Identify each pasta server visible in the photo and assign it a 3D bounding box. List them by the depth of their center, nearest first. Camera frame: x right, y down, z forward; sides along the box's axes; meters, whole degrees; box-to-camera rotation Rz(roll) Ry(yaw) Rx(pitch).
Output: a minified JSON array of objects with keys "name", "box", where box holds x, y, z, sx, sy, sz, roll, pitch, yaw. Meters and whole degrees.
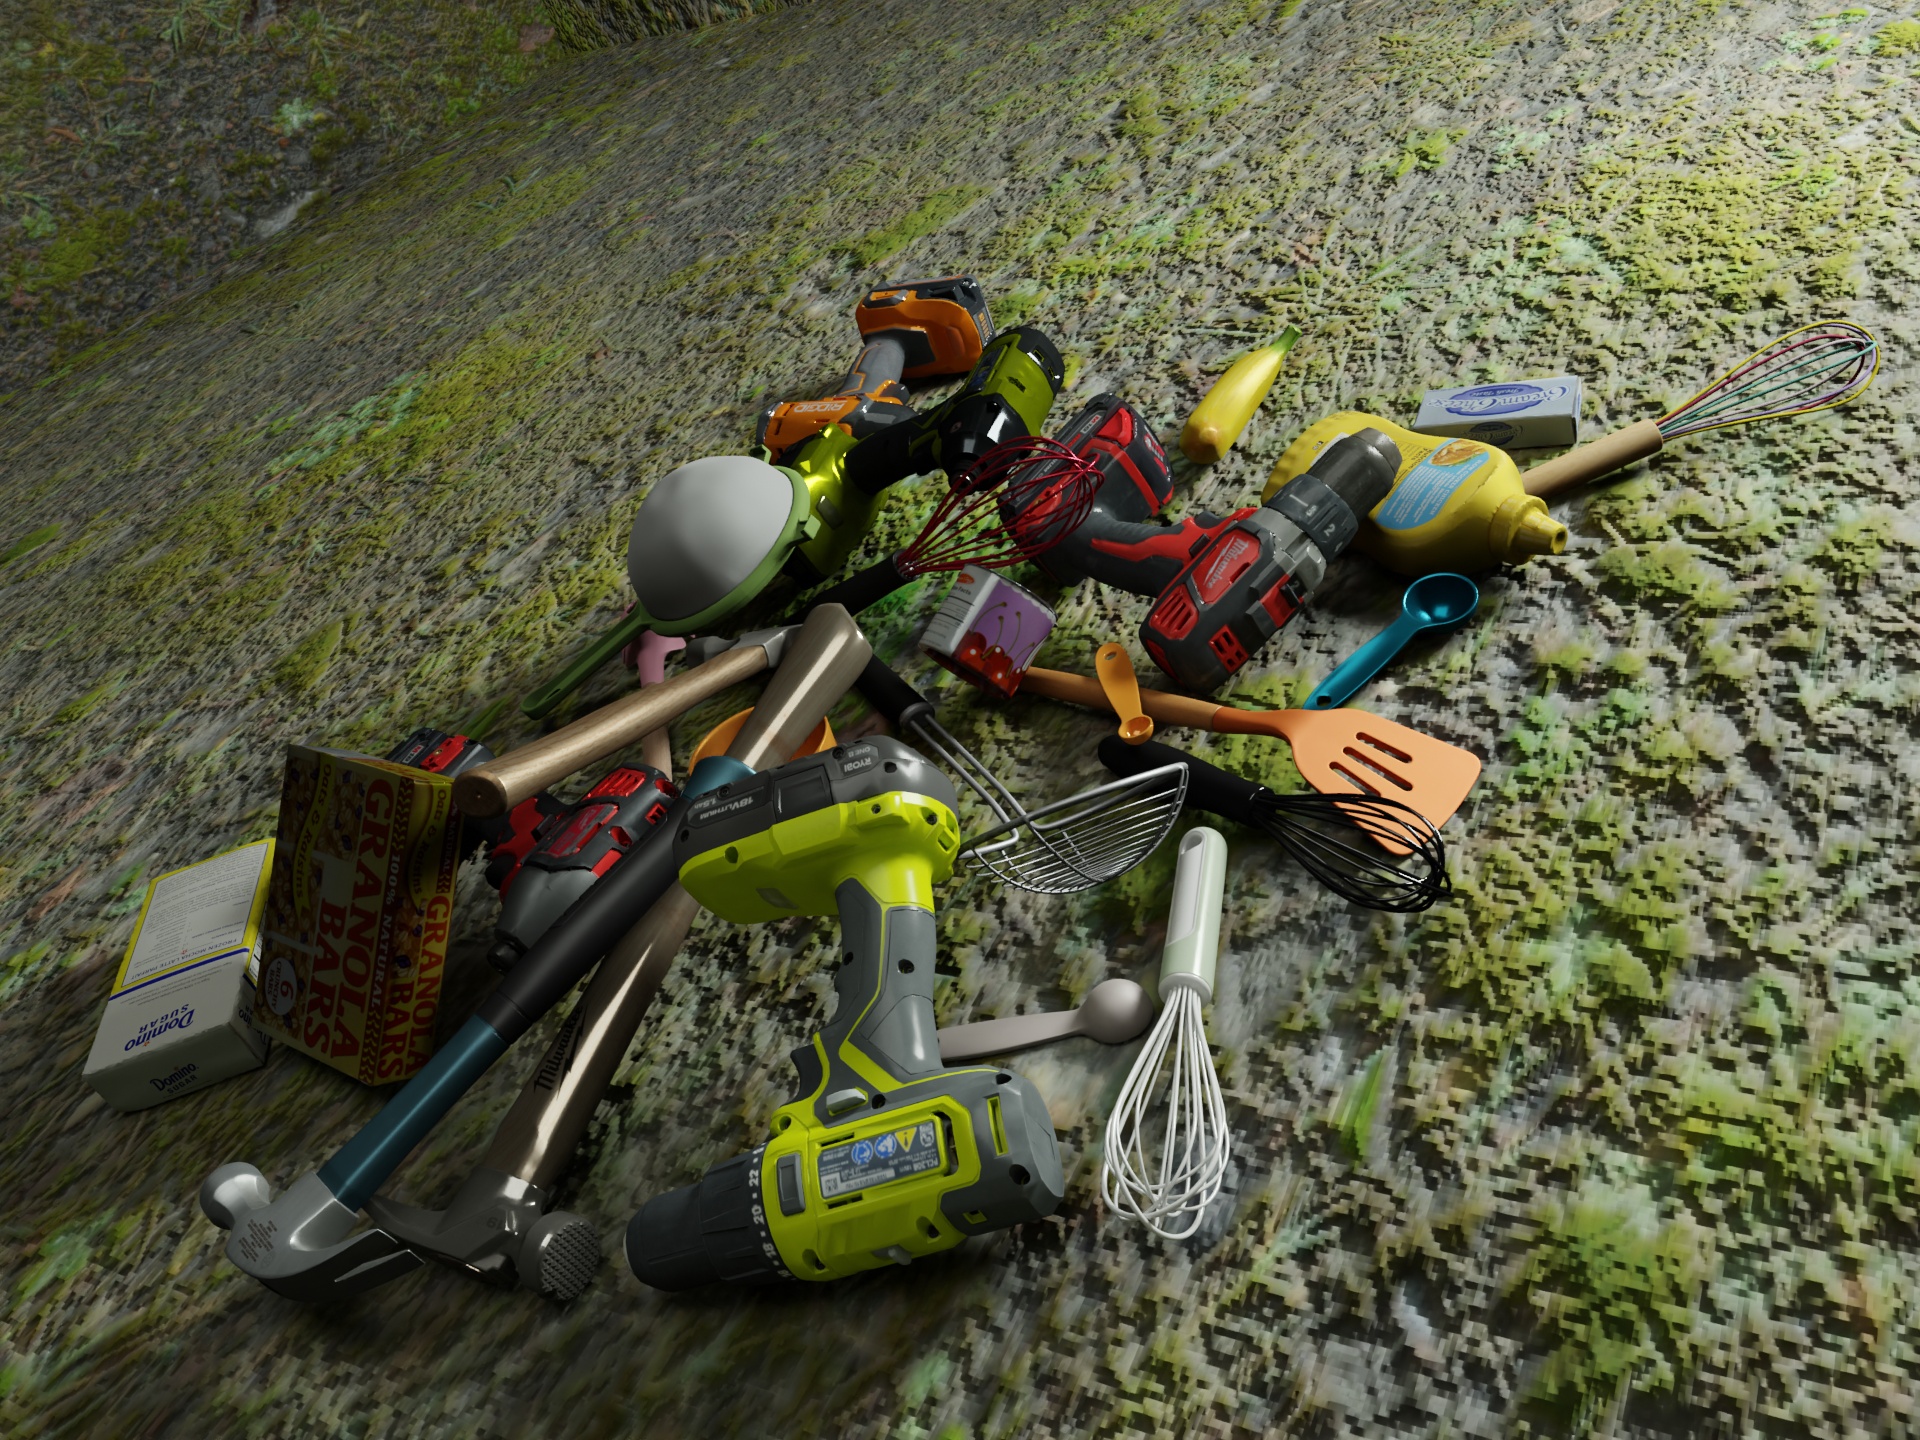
[{"name":"pasta server","box":[-0.203,0.001,1.070,0.060,0.040,0.317,-19,38,1]}]

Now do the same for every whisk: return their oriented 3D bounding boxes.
[{"name":"whisk","box":[0.100,0.129,0.721,0.058,0.059,0.246,-34,21,31]},{"name":"whisk","box":[0.150,0.045,0.810,0.055,0.055,0.239,-37,33,-23]},{"name":"whisk","box":[0.448,-0.181,0.975,0.245,0.047,0.051,-23,22,3]},{"name":"whisk","box":[-0.023,-0.107,1.023,0.296,0.073,0.073,-24,25,42]}]

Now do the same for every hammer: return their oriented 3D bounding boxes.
[{"name":"hammer","box":[-0.220,0.140,0.782,0.128,0.033,0.331,23,63,45]},{"name":"hammer","box":[-0.161,0.095,0.845,0.146,0.038,0.411,4,52,32]},{"name":"hammer","box":[-0.181,-0.008,0.951,0.130,0.031,0.331,-9,13,25]}]

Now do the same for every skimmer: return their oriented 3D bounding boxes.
[{"name":"skimmer","box":[-0.001,-0.003,0.910,0.127,0.090,0.364,-18,31,-20]}]

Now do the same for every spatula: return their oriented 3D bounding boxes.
[{"name":"spatula","box":[0.130,0.003,0.899,0.323,0.041,0.081,14,47,45]}]

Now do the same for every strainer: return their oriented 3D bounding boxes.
[{"name":"strainer","box":[-0.221,-0.101,1.097,0.256,0.069,0.152,-40,36,4]}]

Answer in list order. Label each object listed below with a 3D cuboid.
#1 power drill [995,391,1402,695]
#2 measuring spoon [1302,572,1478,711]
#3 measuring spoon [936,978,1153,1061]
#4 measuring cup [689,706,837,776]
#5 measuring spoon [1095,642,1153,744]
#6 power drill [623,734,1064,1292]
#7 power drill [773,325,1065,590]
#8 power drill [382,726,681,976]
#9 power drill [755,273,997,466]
[{"name":"power drill","box":[0.146,-0.130,0.989,0.188,0.080,0.227,-46,40,-3]},{"name":"measuring spoon","box":[0.243,-0.037,0.905,0.128,0.021,0.042,-39,44,-11]},{"name":"measuring spoon","box":[0.030,0.144,0.758,0.124,0.018,0.034,-13,35,12]},{"name":"measuring cup","box":[-0.083,0.045,0.924,0.174,0.052,0.095,21,51,42]},{"name":"measuring spoon","box":[0.093,-0.016,0.908,0.021,0.011,0.117,-23,27,8]},{"name":"power drill","box":[-0.067,0.136,0.720,0.190,0.080,0.229,-19,56,12]},{"name":"power drill","box":[-0.040,-0.181,1.128,0.223,0.080,0.171,-21,29,34]},{"name":"power drill","box":[-0.276,0.079,0.943,0.220,0.078,0.143,7,46,36]},{"name":"power drill","box":[-0.053,-0.286,1.342,0.164,0.084,0.227,5,46,31]}]
